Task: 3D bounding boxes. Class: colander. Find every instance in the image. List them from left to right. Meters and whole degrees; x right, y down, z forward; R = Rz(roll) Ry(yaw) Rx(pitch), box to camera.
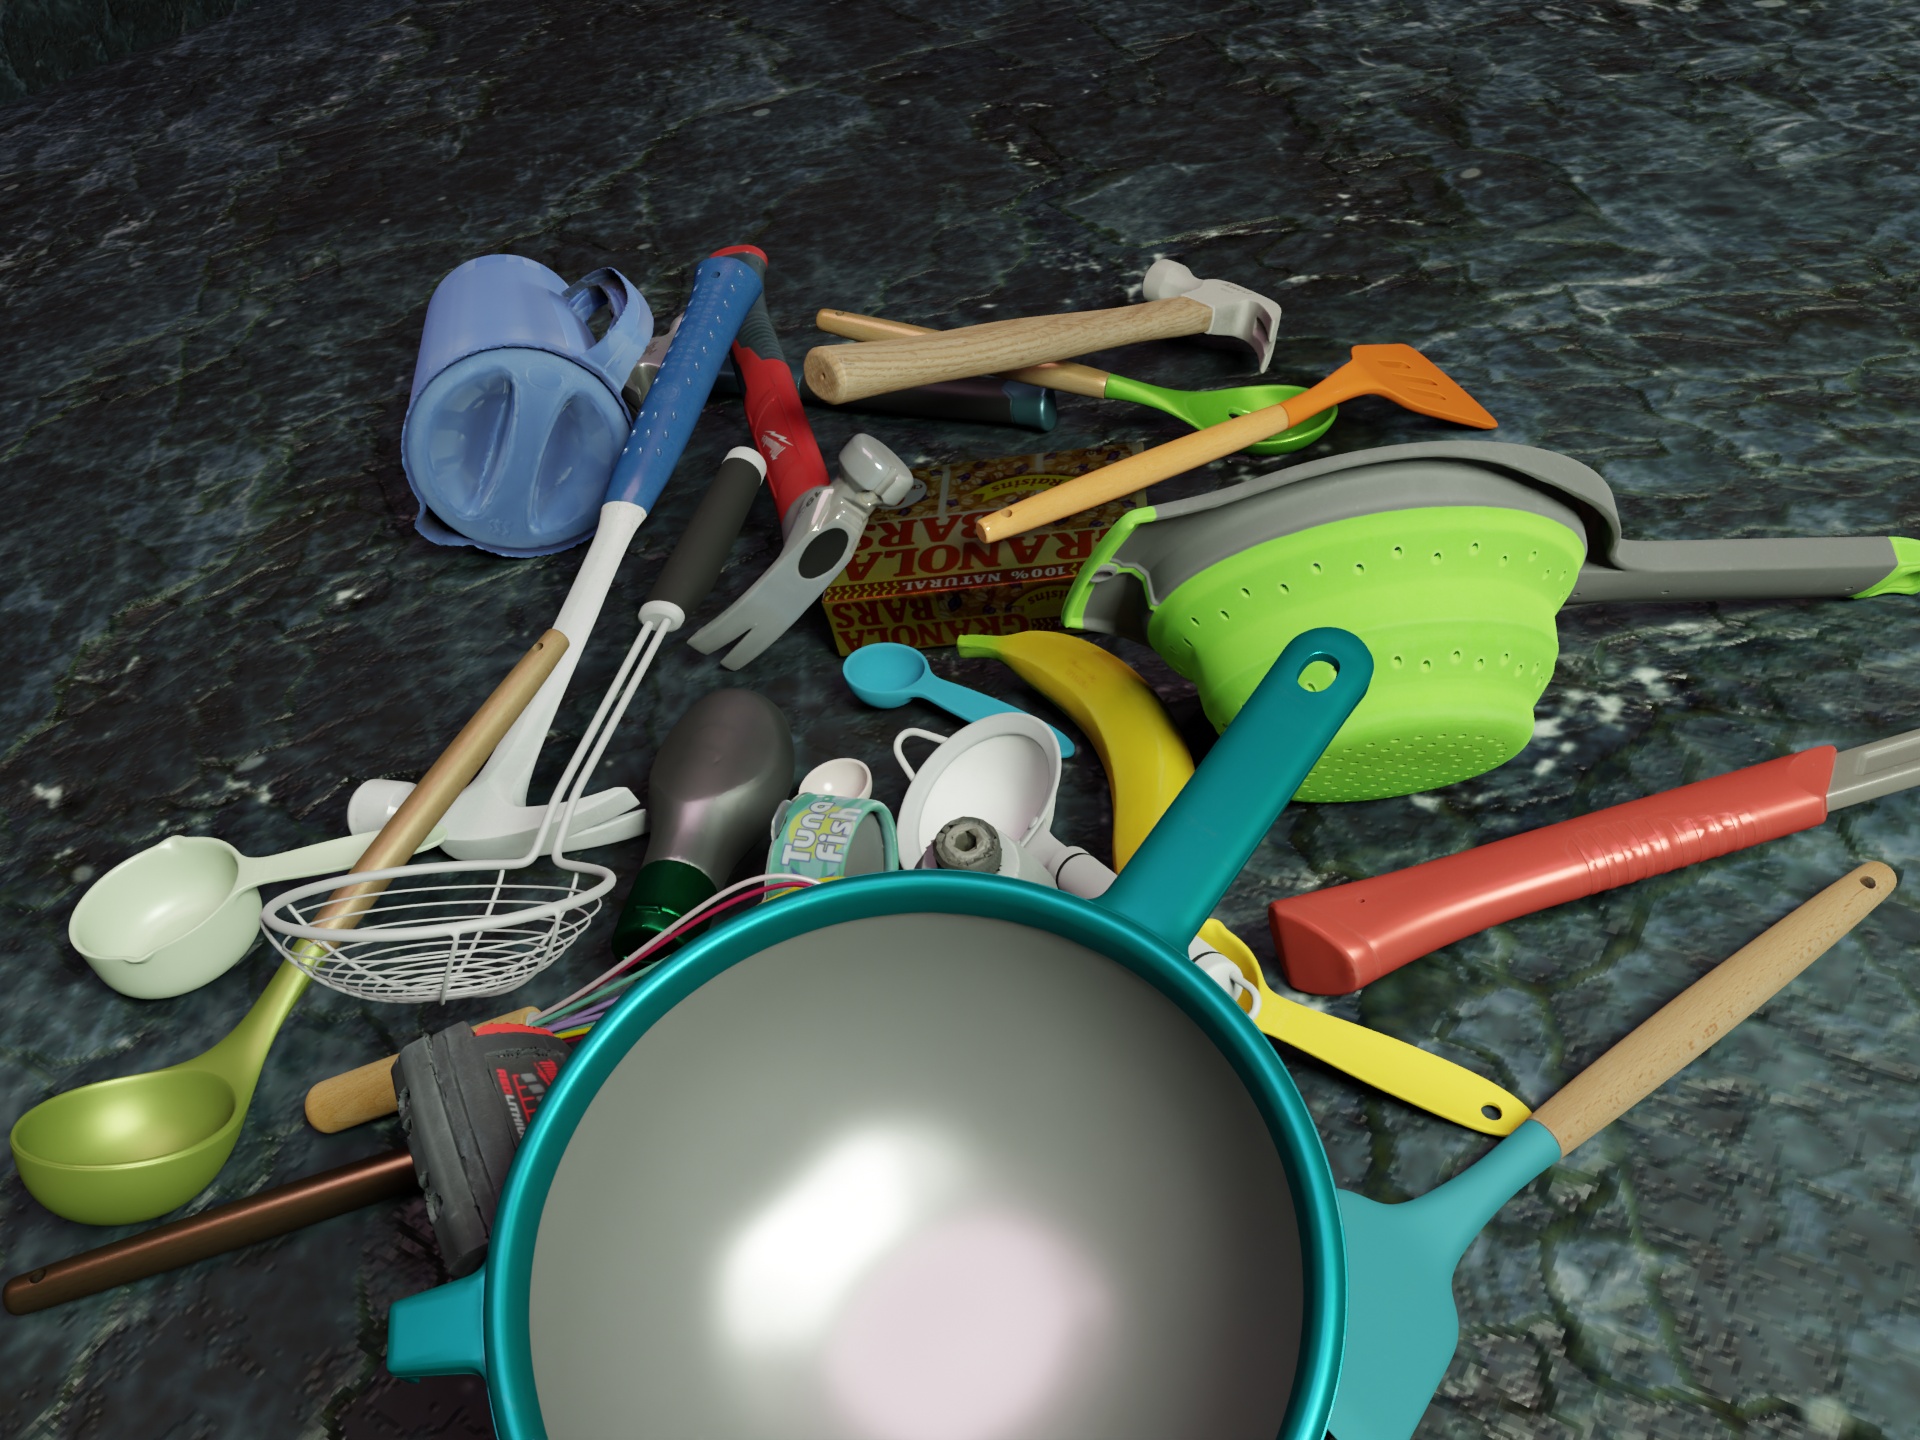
[{"bbox_3d":[0.245,-0.027,0.658,0.397,0.204,0.095,-2,71,-12],"label":"colander"}]

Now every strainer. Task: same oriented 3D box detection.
[{"bbox_3d":[0.027,0.109,0.454,0.211,0.095,0.340,28,59,22],"label":"strainer"},{"bbox_3d":[0.040,0.058,0.616,0.087,0.050,0.259,-51,30,-2],"label":"strainer"}]

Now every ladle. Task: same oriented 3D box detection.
[{"bbox_3d":[-0.263,0.068,0.673,0.078,0.062,0.320,10,52,27],"label":"ladle"}]

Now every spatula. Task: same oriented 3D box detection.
[{"bbox_3d":[0.149,-0.146,0.842,0.322,0.041,0.081,-23,56,-20],"label":"spatula"},{"bbox_3d":[0.214,0.121,0.523,0.317,0.044,0.082,-28,60,-22],"label":"spatula"}]

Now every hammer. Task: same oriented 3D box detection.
[{"bbox_3d":[-0.176,-0.102,0.843,0.144,0.035,0.406,3,55,17],"label":"hammer"},{"bbox_3d":[-0.124,-0.183,0.941,0.143,0.038,0.387,-46,35,18],"label":"hammer"},{"bbox_3d":[-0.086,-0.221,1.042,0.331,0.033,0.128,11,43,27],"label":"hammer"},{"bbox_3d":[0.057,-0.215,0.895,0.331,0.031,0.130,-19,38,-37],"label":"hammer"},{"bbox_3d":[0.291,0.030,0.610,0.359,0.036,0.149,-16,24,-1],"label":"hammer"}]

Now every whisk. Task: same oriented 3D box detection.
[{"bbox_3d":[-0.142,0.111,0.611,0.245,0.051,0.047,-21,62,10],"label":"whisk"}]

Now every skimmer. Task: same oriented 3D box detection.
[{"bbox_3d":[-0.163,-0.025,0.692,0.127,0.090,0.364,0,46,22],"label":"skimmer"}]

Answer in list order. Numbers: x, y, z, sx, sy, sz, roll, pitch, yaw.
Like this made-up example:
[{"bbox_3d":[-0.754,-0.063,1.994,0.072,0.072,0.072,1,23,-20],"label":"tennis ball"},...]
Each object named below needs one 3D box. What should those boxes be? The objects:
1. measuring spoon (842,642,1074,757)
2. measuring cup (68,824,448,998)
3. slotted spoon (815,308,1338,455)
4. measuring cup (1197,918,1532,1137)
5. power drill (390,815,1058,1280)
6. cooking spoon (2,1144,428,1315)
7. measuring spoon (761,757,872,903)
[{"bbox_3d":[-0.001,-0.002,0.764,0.129,0.021,0.042,24,44,26],"label":"measuring spoon"},{"bbox_3d":[-0.312,0.081,0.724,0.167,0.038,0.083,-13,38,-5],"label":"measuring cup"},{"bbox_3d":[0.062,-0.202,0.932,0.314,0.031,0.070,16,43,12],"label":"slotted spoon"},{"bbox_3d":[0.125,0.120,0.572,0.156,0.029,0.062,21,48,19],"label":"measuring cup"},{"bbox_3d":[-0.062,0.113,0.529,0.219,0.143,0.079,-25,53,-12],"label":"power drill"},{"bbox_3d":[-0.196,0.165,0.600,0.319,0.017,0.069,-17,37,-7],"label":"cooking spoon"},{"bbox_3d":[-0.067,0.067,0.696,0.034,0.018,0.124,0,46,23],"label":"measuring spoon"}]
